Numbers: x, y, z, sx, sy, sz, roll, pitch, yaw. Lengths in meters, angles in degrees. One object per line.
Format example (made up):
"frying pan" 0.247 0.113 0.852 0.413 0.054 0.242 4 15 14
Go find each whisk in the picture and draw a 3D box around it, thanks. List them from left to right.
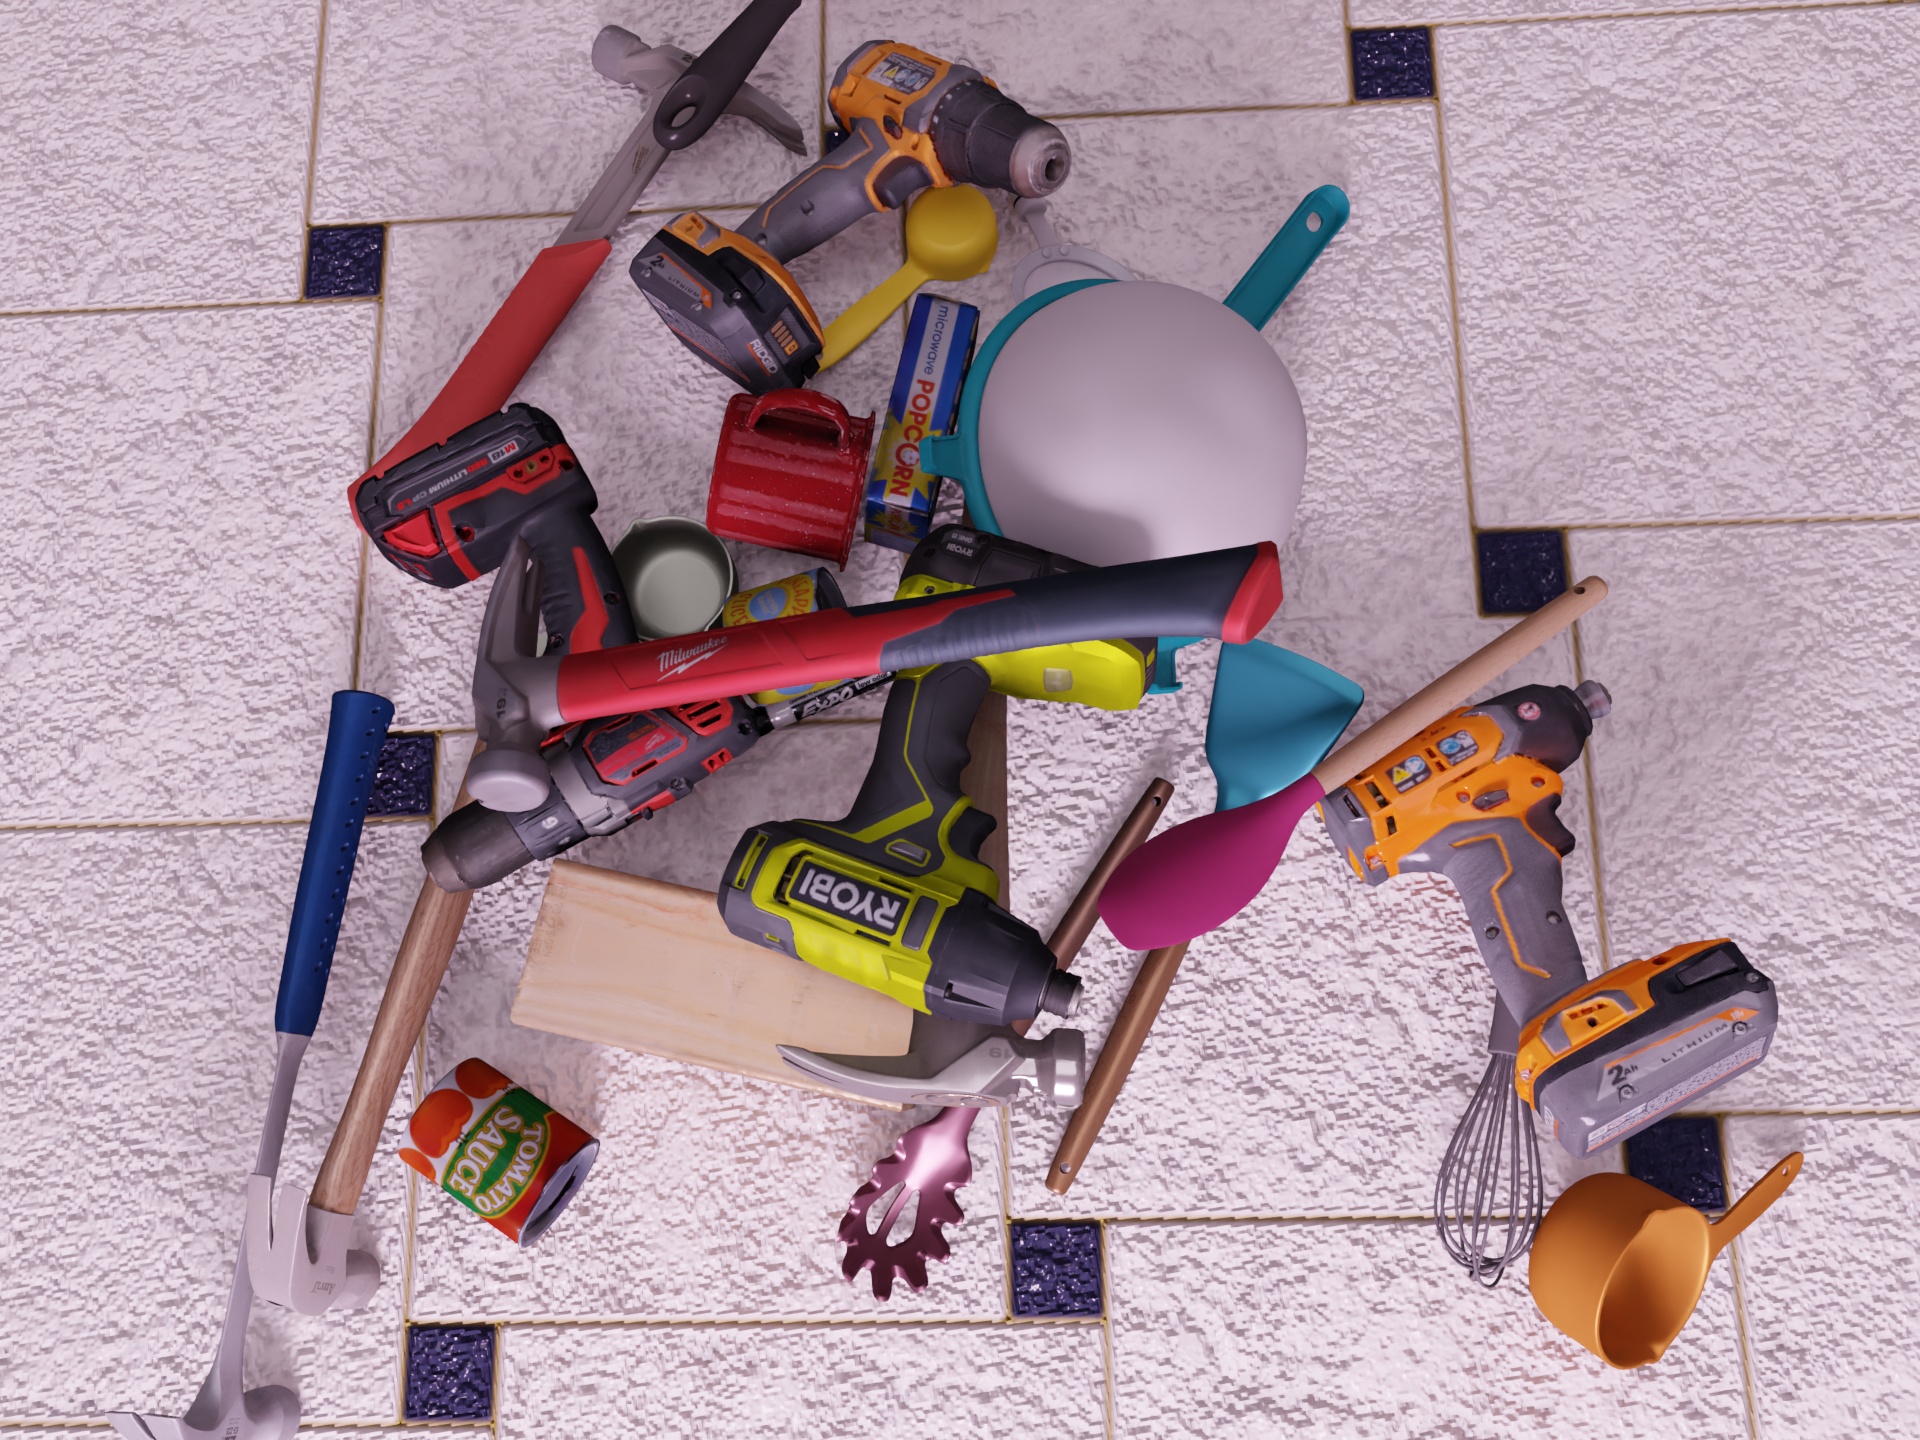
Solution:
"whisk" -0.095 -0.461 0.976 0.073 0.073 0.296 33 77 9
"whisk" 0.292 0.177 0.841 0.055 0.055 0.239 13 75 6

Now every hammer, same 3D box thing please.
"hammer" -0.360 0.178 0.850 0.035 0.144 0.406 3 72 4
"hammer" -0.299 0.148 0.859 0.031 0.130 0.331 12 71 8
"hammer" -0.246 -0.253 0.968 0.149 0.036 0.359 30 81 9
"hammer" -0.046 -0.051 0.748 0.386 0.038 0.143 -8 60 11
"hammer" -0.001 -0.003 0.843 0.146 0.038 0.411 3 62 3

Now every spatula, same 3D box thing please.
"spatula" 0.118 0.110 0.865 0.082 0.044 0.317 25 82 12

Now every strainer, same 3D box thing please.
"strainer" 0.046 -0.302 0.958 0.087 0.050 0.259 -13 70 -23
"strainer" 0.147 -0.194 0.866 0.211 0.095 0.340 43 68 -15

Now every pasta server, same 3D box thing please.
"pasta server" 0.032 0.165 0.862 0.060 0.040 0.316 34 81 -5

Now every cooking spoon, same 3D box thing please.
"cooking spoon" 0.208 0.018 0.836 0.319 0.017 0.069 -35 47 -2

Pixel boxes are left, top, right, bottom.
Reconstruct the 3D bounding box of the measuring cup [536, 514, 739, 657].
"measuring cup" -0.205 -0.054 0.924 0.167 0.038 0.083 -31 78 -1

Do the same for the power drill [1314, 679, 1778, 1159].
"power drill" 0.306 0.085 0.809 0.164 0.084 0.227 -30 56 3

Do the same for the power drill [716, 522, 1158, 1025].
"power drill" 0.007 0.029 0.765 0.171 0.080 0.223 19 68 13

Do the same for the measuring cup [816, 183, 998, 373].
"measuring cup" -0.041 -0.265 0.959 0.156 0.029 0.062 -44 79 -8

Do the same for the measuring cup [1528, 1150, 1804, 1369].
"measuring cup" 0.361 0.256 0.816 0.173 0.052 0.095 -24 115 -27

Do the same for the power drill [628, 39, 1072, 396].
"power drill" -0.059 -0.288 0.913 0.226 0.084 0.186 -45 51 -7

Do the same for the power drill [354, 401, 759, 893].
"power drill" -0.239 -0.035 0.858 0.188 0.080 0.227 -31 81 -9
